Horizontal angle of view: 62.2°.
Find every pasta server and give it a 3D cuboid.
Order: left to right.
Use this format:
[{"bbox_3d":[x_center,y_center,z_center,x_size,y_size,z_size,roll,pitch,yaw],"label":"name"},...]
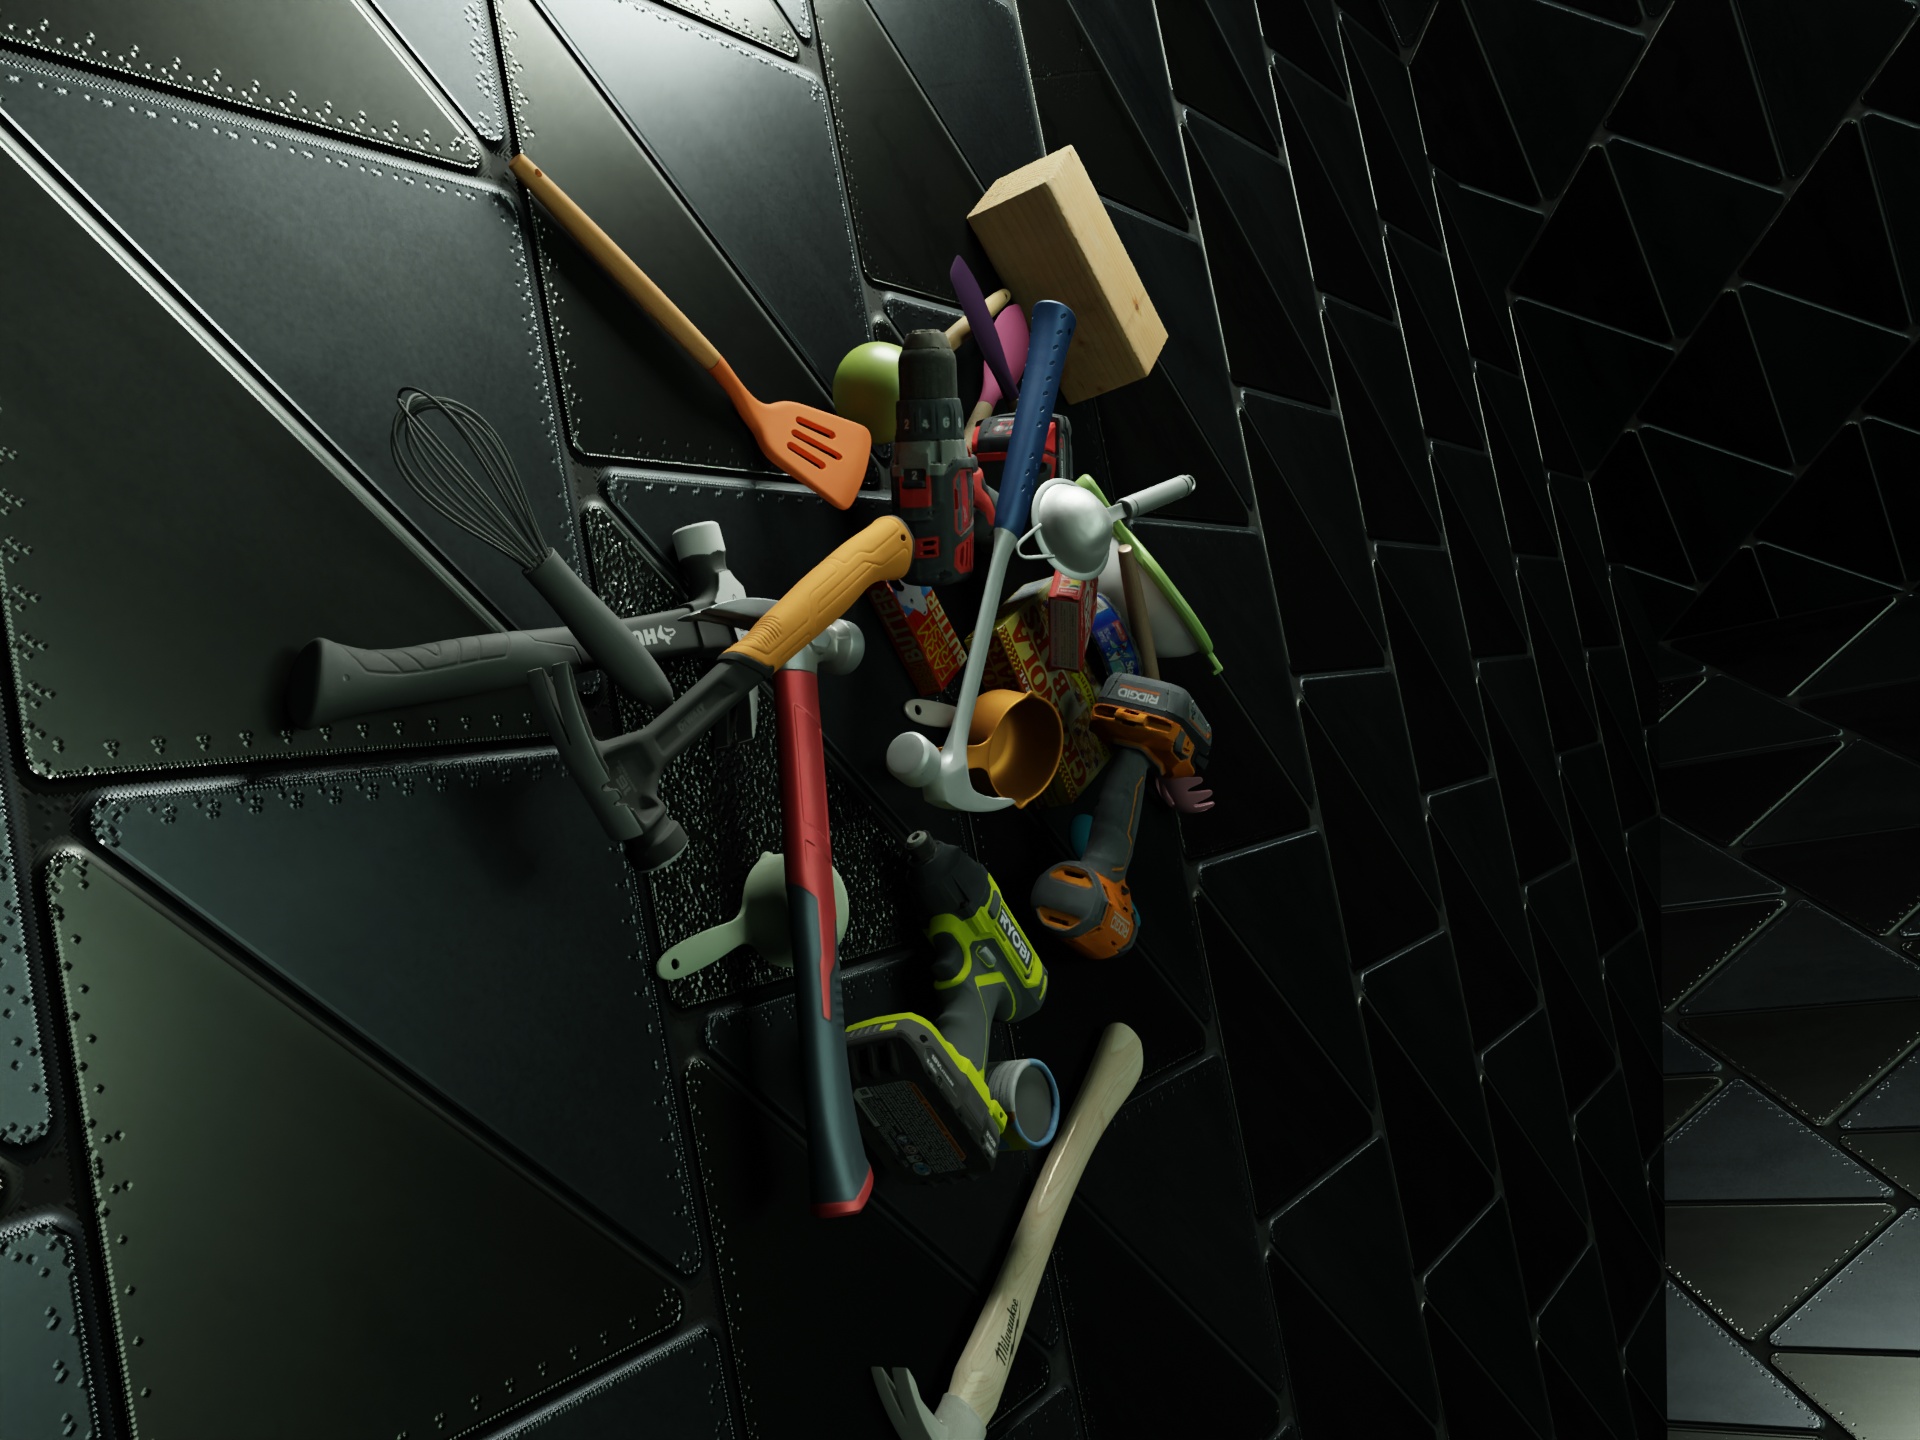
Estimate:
[{"bbox_3d":[0.181,-0.030,1.451,0.040,0.060,0.315,-29,129,-16],"label":"pasta server"}]

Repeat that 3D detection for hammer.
[{"bbox_3d":[-0.239,-0.034,0.930,0.334,0.035,0.146,-16,92,-56],"label":"hammer"},{"bbox_3d":[-0.123,-0.052,0.976,0.337,0.034,0.127,-48,118,-48],"label":"hammer"},{"bbox_3d":[-0.105,0.114,1.003,0.143,0.038,0.386,10,71,-52],"label":"hammer"},{"bbox_3d":[0.033,-0.125,1.188,0.144,0.035,0.406,40,58,-56],"label":"hammer"},{"bbox_3d":[0.057,0.379,1.215,0.146,0.038,0.411,59,38,-22],"label":"hammer"}]

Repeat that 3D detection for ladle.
[{"bbox_3d":[-0.021,-0.314,1.342,0.078,0.062,0.320,65,29,-19],"label":"ladle"}]

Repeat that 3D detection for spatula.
[{"bbox_3d":[-0.179,-0.265,1.089,0.322,0.041,0.081,43,47,-38],"label":"spatula"},{"bbox_3d":[0.056,-0.264,1.407,0.060,0.018,0.315,-73,144,-49],"label":"spatula"}]

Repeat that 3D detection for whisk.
[{"bbox_3d":[-0.233,-0.089,0.891,0.238,0.055,0.055,54,40,-33],"label":"whisk"}]

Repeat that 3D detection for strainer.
[{"bbox_3d":[0.141,-0.129,1.437,0.256,0.069,0.152,45,9,-51],"label":"strainer"},{"bbox_3d":[0.135,-0.176,1.323,0.258,0.050,0.087,-28,95,-49],"label":"strainer"}]

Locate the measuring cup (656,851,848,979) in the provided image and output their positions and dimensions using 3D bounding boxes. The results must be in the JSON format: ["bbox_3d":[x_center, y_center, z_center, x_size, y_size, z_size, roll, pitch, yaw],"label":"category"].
[{"bbox_3d":[-0.129,0.134,1.026,0.167,0.038,0.083,-21,96,-58],"label":"measuring cup"}]

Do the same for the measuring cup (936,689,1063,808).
[{"bbox_3d":[0.004,0.022,1.242,0.173,0.052,0.095,-6,105,-43],"label":"measuring cup"}]

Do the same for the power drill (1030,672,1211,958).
[{"bbox_3d":[0.139,0.091,1.344,0.164,0.084,0.226,44,63,-60],"label":"power drill"}]

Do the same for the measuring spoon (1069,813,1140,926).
[{"bbox_3d":[0.137,0.136,1.420,0.128,0.021,0.042,57,39,-23],"label":"measuring spoon"}]

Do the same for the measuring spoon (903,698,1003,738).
[{"bbox_3d":[-0.002,-0.004,1.273,0.124,0.018,0.034,9,72,-53],"label":"measuring spoon"}]

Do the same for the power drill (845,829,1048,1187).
[{"bbox_3d":[-0.012,0.198,1.128,0.171,0.080,0.223,59,28,-26],"label":"power drill"}]

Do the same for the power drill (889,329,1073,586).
[{"bbox_3d":[0.012,-0.207,1.254,0.226,0.080,0.188,-21,111,-63],"label":"power drill"}]

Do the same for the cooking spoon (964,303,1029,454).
[{"bbox_3d":[0.014,-0.254,1.373,0.068,0.017,0.319,67,34,-42],"label":"cooking spoon"}]
